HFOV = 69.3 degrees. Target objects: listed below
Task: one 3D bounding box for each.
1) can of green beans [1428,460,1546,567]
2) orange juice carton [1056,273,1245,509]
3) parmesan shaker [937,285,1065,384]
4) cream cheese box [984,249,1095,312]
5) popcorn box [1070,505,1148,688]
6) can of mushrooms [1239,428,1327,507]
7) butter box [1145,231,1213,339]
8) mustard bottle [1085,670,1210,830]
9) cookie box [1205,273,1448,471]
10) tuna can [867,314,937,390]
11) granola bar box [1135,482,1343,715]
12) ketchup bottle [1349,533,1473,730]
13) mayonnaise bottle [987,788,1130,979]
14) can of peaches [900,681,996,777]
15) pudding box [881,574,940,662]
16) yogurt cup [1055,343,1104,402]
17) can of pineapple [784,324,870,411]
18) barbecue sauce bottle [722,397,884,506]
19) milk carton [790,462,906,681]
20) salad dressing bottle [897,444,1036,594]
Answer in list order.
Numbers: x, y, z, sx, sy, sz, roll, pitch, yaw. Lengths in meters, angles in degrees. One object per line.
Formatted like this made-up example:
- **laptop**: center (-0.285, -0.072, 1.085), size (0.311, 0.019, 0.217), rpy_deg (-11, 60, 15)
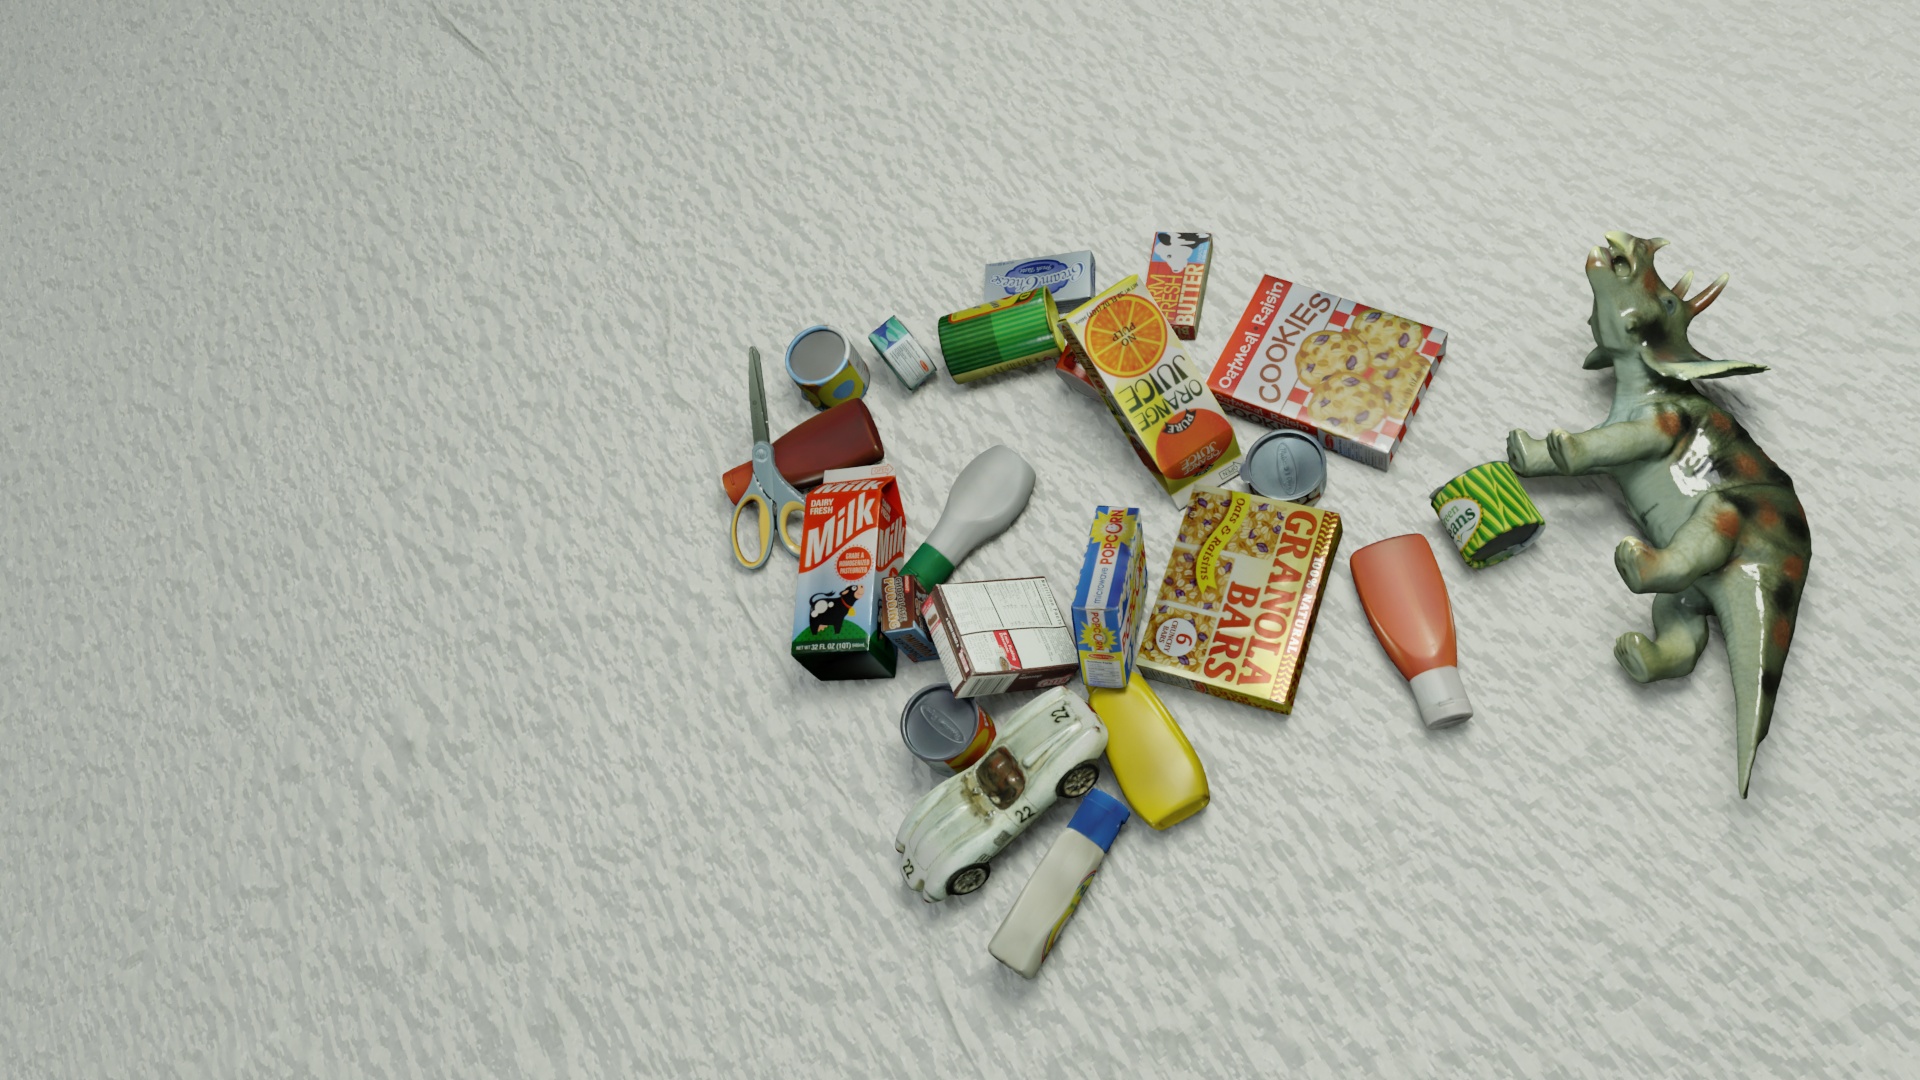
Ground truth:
- **can of green beans**: center (0.410, -0.020, 1.079), size (0.071, 0.071, 0.058), rpy_deg (-24, 62, 6)
- **orange juice carton**: center (0.164, -0.123, 1.172), size (0.072, 0.073, 0.192), rpy_deg (-33, 97, 1)
- **parmesan shaker**: center (0.037, -0.187, 1.266), size (0.103, 0.071, 0.071), rpy_deg (-14, 63, 14)
- **cream cheese box**: center (0.075, -0.239, 1.307), size (0.104, 0.024, 0.053), rpy_deg (-5, 66, 15)
- **popcorn box**: center (0.120, 0.043, 1.103), size (0.038, 0.084, 0.127), rpy_deg (1, 39, 17)
- **can of mushrooms**: center (0.269, -0.057, 1.158), size (0.071, 0.033, 0.071), rpy_deg (-6, 65, 14)
- **butter box**: center (0.197, -0.233, 1.267), size (0.053, 0.024, 0.104), rpy_deg (6, 68, 19)
- **mustard bottle**: center (0.138, 0.147, 1.097), size (0.065, 0.048, 0.161), rpy_deg (-29, 60, 5)
- **cookie box**: center (0.309, -0.145, 1.183), size (0.167, 0.040, 0.123), rpy_deg (24, 75, 24)
- **tuna can**: center (-0.055, -0.175, 1.296), size (0.033, 0.071, 0.071), rpy_deg (-39, 61, -1)
- **granola bar box**: center (0.226, 0.046, 1.122), size (0.124, 0.039, 0.166), rpy_deg (13, 71, 23)
- **ketchup bottle**: center (0.351, 0.070, 1.069), size (0.064, 0.043, 0.149), rpy_deg (-17, 63, 10)
- **mayonnaise bottle**: center (0.076, 0.260, 1.059), size (0.041, 0.064, 0.148), rpy_deg (30, 74, 19)
- **can of peaches**: center (-0.007, 0.154, 1.134), size (0.071, 0.058, 0.071), rpy_deg (-7, 64, 15)
- **pudding box**: center (-0.040, 0.067, 1.169), size (0.030, 0.083, 0.050), rpy_deg (-8, 64, 14)
- **yogurt cup**: center (0.121, -0.160, 1.235), size (0.072, 0.072, 0.054), rpy_deg (31, 87, 27)
- **can of pineapple**: center (-0.127, -0.161, 1.315), size (0.071, 0.057, 0.071), rpy_deg (-7, 65, 15)
- **barbecue sauce bottle**: center (-0.148, -0.076, 1.291), size (0.148, 0.043, 0.065), rpy_deg (-24, 65, 6)
- **milk carton**: center (-0.094, 0.021, 1.213), size (0.072, 0.073, 0.191), rpy_deg (-5, 65, 15)
- **salad dressing bottle**: center (0.004, -0.015, 1.217), size (0.064, 0.044, 0.148), rpy_deg (36, 82, 27)
